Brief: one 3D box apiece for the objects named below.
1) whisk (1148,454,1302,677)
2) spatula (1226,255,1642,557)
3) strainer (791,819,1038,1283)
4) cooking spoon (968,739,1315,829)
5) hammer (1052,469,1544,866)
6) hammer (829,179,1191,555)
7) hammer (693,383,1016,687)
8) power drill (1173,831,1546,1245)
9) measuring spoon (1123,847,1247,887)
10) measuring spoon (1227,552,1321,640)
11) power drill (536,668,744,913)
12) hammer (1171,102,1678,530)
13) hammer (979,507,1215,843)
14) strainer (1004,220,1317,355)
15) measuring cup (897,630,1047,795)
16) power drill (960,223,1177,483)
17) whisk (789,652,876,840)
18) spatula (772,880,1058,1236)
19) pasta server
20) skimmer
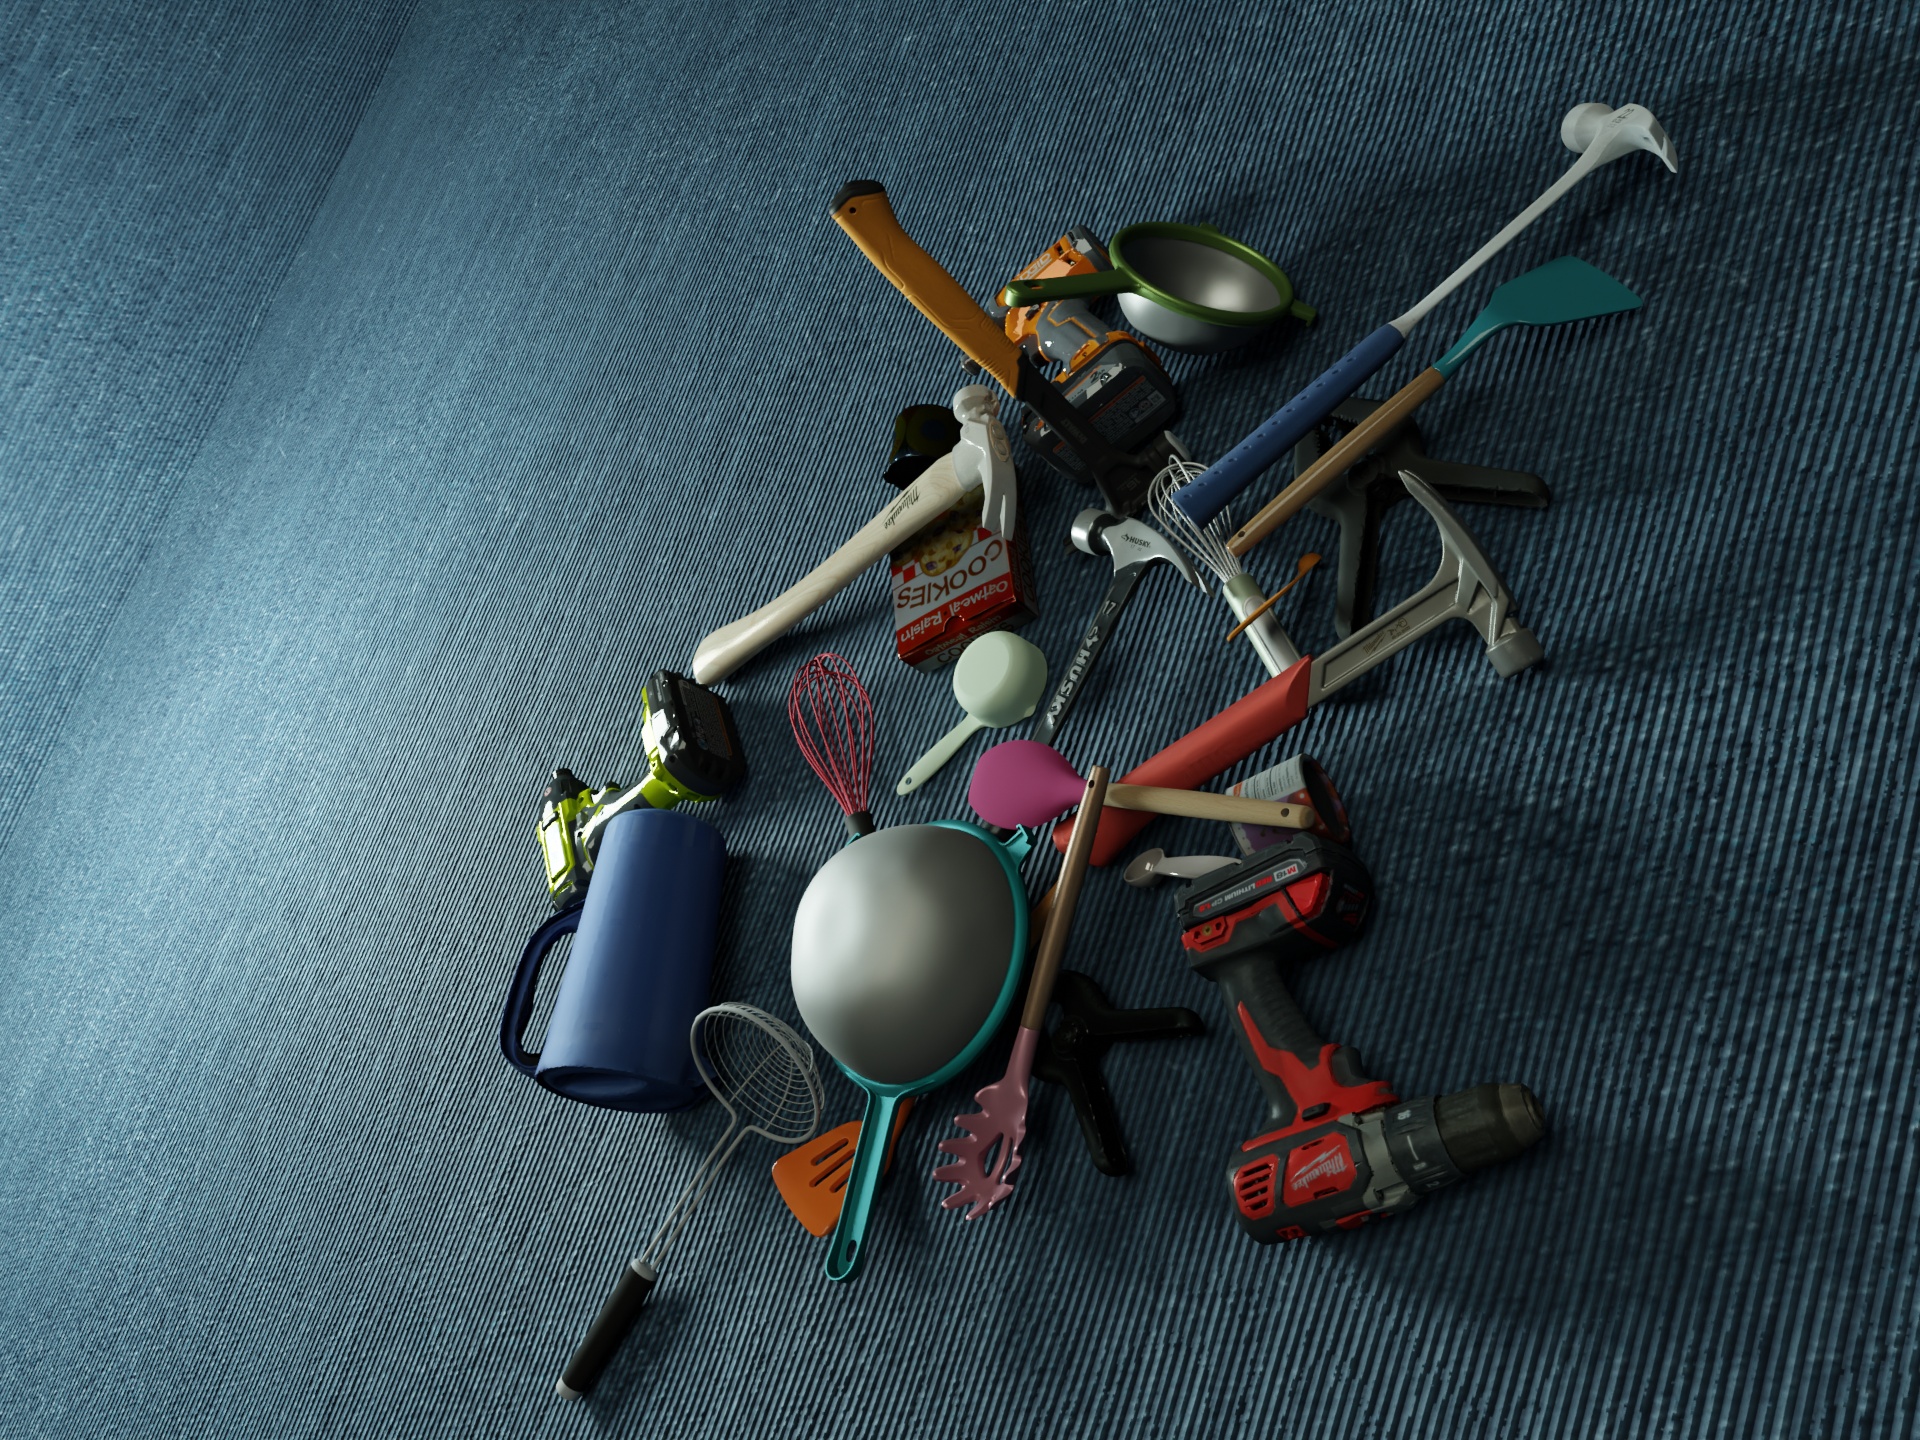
[{"bbox_3d":[0.201,-0.106,1.167,0.058,0.059,0.247,-22,54,-1],"label":"whisk"},{"bbox_3d":[0.315,-0.214,1.101,0.317,0.044,0.082,-40,45,9],"label":"spatula"},{"bbox_3d":[-0.070,0.218,1.132,0.211,0.095,0.340,-7,62,43],"label":"strainer"},{"bbox_3d":[0.111,0.051,1.094,0.319,0.017,0.069,4,75,49],"label":"cooking spoon"},{"bbox_3d":[0.202,-0.012,1.087,0.359,0.036,0.149,-36,81,27],"label":"hammer"},{"bbox_3d":[0.023,-0.275,1.221,0.127,0.336,0.034,-40,22,21],"label":"hammer"},{"bbox_3d":[-0.106,-0.126,1.404,0.410,0.038,0.146,-33,51,36],"label":"hammer"},{"bbox_3d":[0.232,0.185,0.960,0.188,0.080,0.227,-28,54,27],"label":"power drill"},{"bbox_3d":[0.157,0.105,1.085,0.034,0.018,0.124,-46,19,-25],"label":"measuring spoon"},{"bbox_3d":[0.219,-0.088,1.117,0.117,0.011,0.021,-39,-6,-34],"label":"measuring spoon"},{"bbox_3d":[-0.314,0.061,1.502,0.223,0.080,0.171,-41,47,21],"label":"power drill"},{"bbox_3d":[0.314,-0.278,1.110,0.405,0.035,0.144,-41,20,11],"label":"hammer"},{"bbox_3d":[0.056,0.036,1.202,0.149,0.036,0.409,28,91,51],"label":"hammer"},{"bbox_3d":[0.138,-0.320,1.237,0.152,0.256,0.069,53,144,35],"label":"strainer"},{"bbox_3d":[-0.002,-0.004,1.289,0.167,0.038,0.083,-45,46,9],"label":"measuring cup"},{"bbox_3d":[0.082,-0.307,1.357,0.164,0.084,0.227,-37,44,21],"label":"power drill"},{"bbox_3d":[-0.089,0.064,1.319,0.073,0.073,0.296,-33,56,23],"label":"whisk"},{"bbox_3d":[-0.017,0.237,1.171,0.322,0.041,0.081,-53,44,4],"label":"spatula"},{"bbox_3d":[0.051,0.183,1.083,0.060,0.040,0.316,15,90,41],"label":"pasta server"},{"bbox_3d":[-0.227,0.383,1.237,0.127,0.090,0.363,34,94,16],"label":"skimmer"}]
